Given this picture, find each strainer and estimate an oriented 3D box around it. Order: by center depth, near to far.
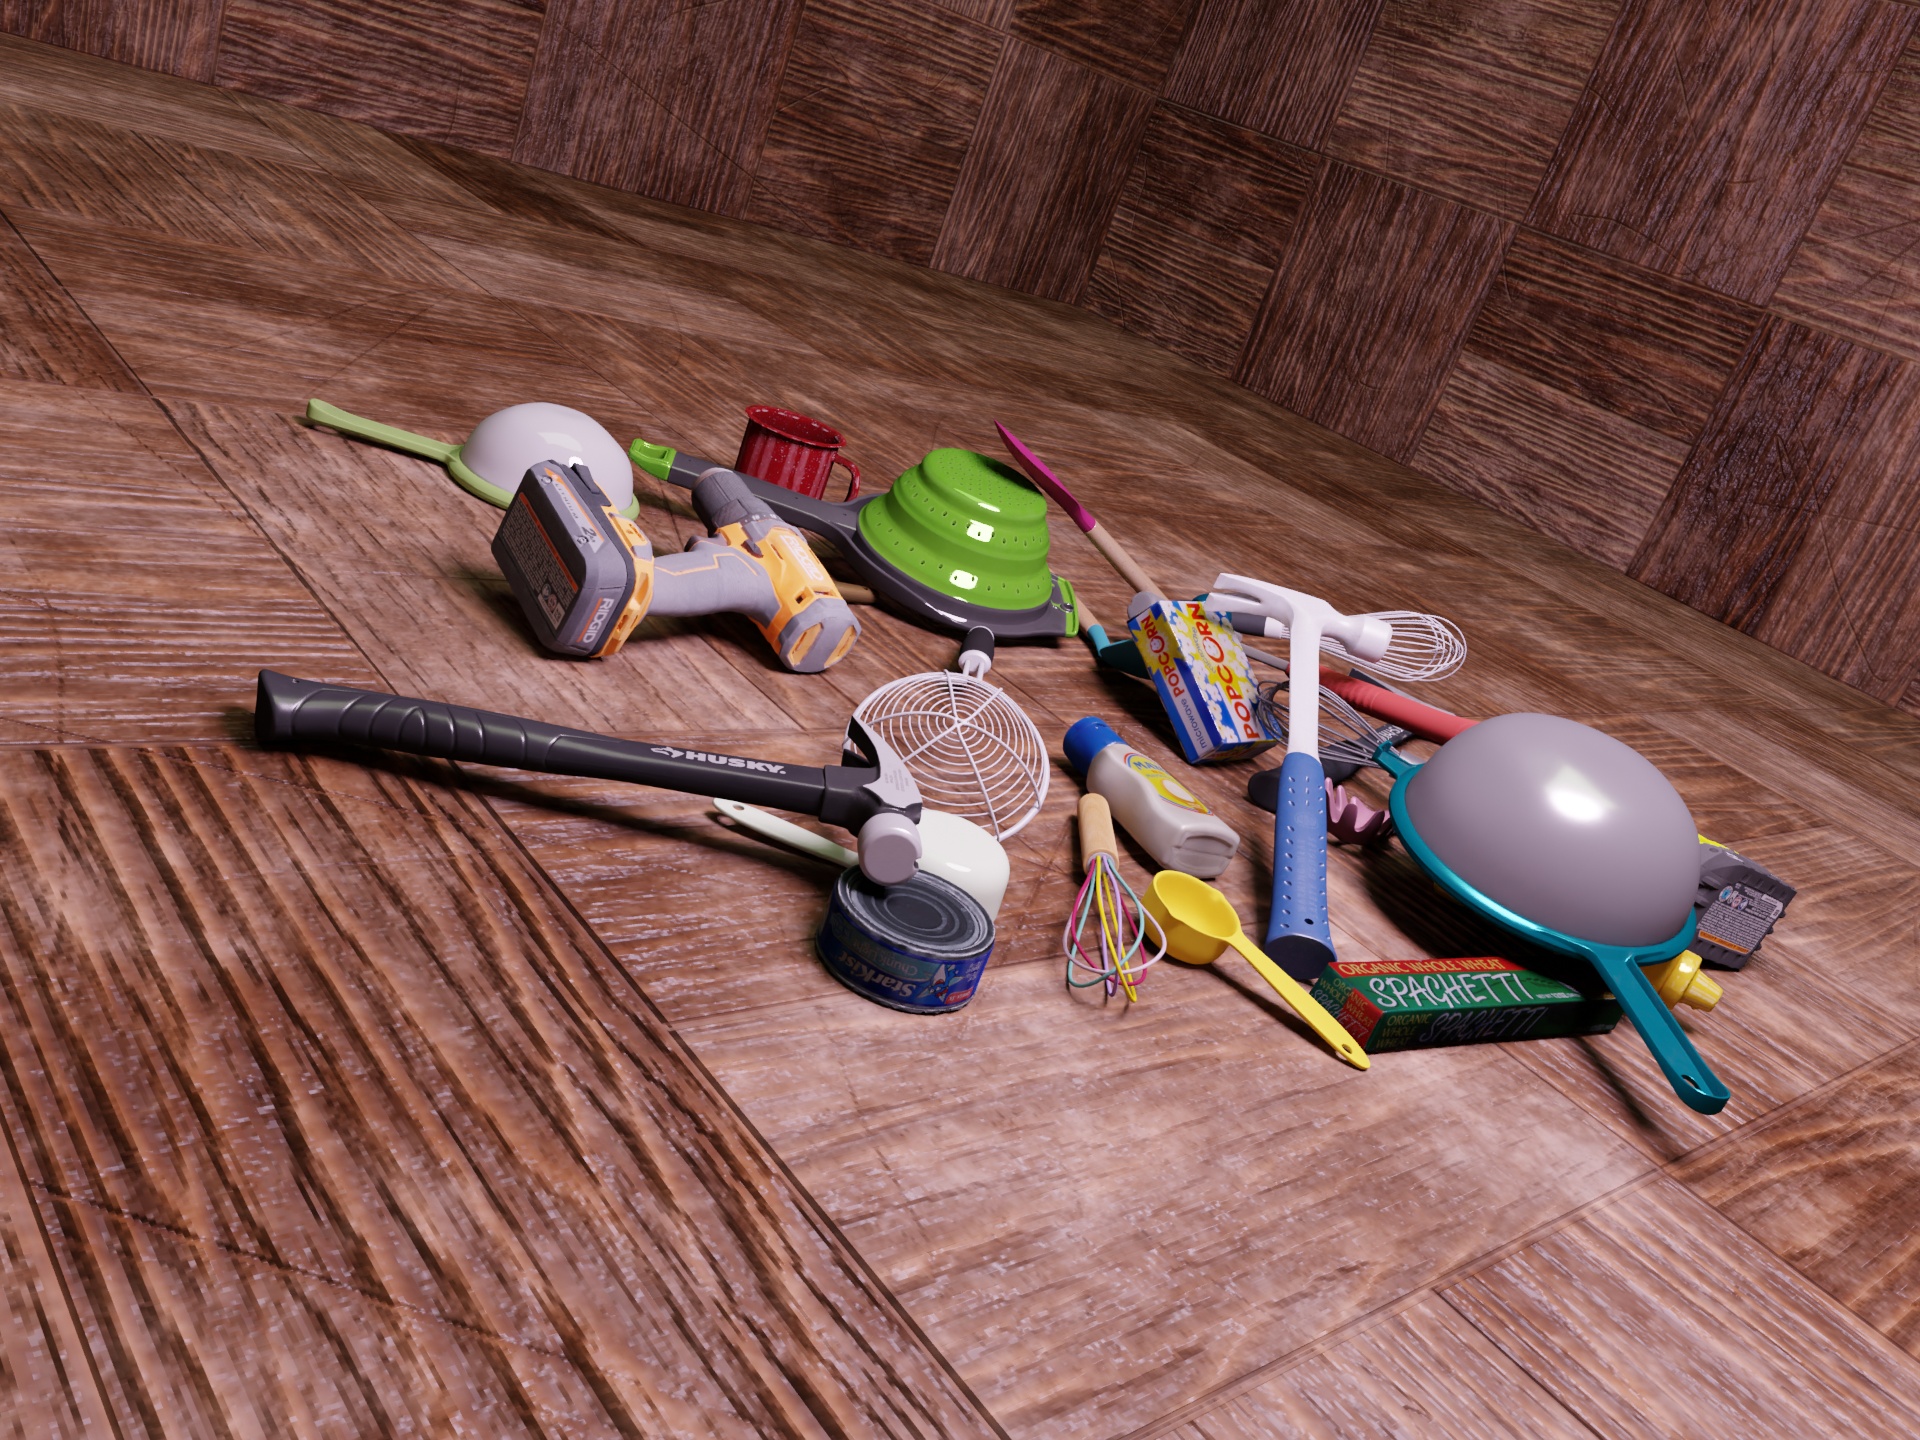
[{"bbox_3d":[0.403,0.091,0.988,0.211,0.095,0.341,11,30,-12],"label":"strainer"},{"bbox_3d":[-0.366,-0.223,1.228,0.256,0.069,0.152,16,21,-17],"label":"strainer"}]

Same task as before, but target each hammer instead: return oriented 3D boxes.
[{"bbox_3d":[-0.187,0.016,0.813,0.334,0.035,0.146,10,20,-10],"label":"hammer"},{"bbox_3d":[0.227,0.021,1.083,0.144,0.035,0.406,20,36,-1],"label":"hammer"},{"bbox_3d":[0.301,-0.030,1.303,0.149,0.036,0.359,18,7,-41],"label":"hammer"},{"bbox_3d":[0.331,0.021,1.329,0.149,0.036,0.409,30,23,25],"label":"hammer"}]

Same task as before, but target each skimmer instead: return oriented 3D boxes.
[{"bbox_3d":[-0.002,-0.003,1.088,0.127,0.090,0.363,17,11,-1],"label":"skimmer"}]

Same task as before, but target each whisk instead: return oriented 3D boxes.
[{"bbox_3d":[0.082,0.096,0.918,0.047,0.051,0.245,39,14,-10],"label":"whisk"},{"bbox_3d":[0.328,0.031,1.190,0.239,0.055,0.055,27,22,13],"label":"whisk"},{"bbox_3d":[0.327,-0.082,1.493,0.285,0.070,0.070,9,17,17],"label":"whisk"}]

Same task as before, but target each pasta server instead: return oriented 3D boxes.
[{"bbox_3d":[0.366,0.066,1.246,0.060,0.040,0.316,30,21,37],"label":"pasta server"}]

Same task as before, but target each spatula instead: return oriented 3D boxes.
[{"bbox_3d":[0.118,-0.096,1.404,0.082,0.044,0.318,27,15,-27],"label":"spatula"}]

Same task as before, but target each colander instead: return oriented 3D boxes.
[{"bbox_3d":[-0.070,-0.187,1.308,0.397,0.094,0.205,18,29,-12],"label":"colander"}]

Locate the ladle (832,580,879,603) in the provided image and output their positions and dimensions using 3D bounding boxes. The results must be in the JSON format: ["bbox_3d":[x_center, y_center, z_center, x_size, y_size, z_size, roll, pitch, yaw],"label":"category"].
[{"bbox_3d":[-0.184,-0.106,1.174,0.315,0.031,0.069,3,31,-42],"label":"ladle"}]

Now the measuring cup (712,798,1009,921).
[{"bbox_3d":[-0.052,0.062,0.864,0.167,0.038,0.083,22,21,-4],"label":"measuring cup"}]

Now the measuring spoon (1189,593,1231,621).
[{"bbox_3d":[0.219,-0.104,1.394,0.042,0.021,0.128,23,3,11],"label":"measuring spoon"}]

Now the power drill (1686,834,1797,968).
[{"bbox_3d":[0.532,0.097,1.261,0.190,0.080,0.229,20,16,-36],"label":"power drill"}]

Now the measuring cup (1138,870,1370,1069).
[{"bbox_3d":[0.162,0.146,0.892,0.157,0.029,0.062,43,28,22],"label":"measuring cup"}]

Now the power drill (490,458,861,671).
[{"bbox_3d":[-0.194,-0.115,1.072,0.226,0.084,0.186,2,43,-46],"label":"power drill"}]

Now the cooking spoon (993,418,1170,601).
[{"bbox_3d":[0.126,-0.153,1.384,0.318,0.017,0.069,41,12,-36],"label":"cooking spoon"}]
